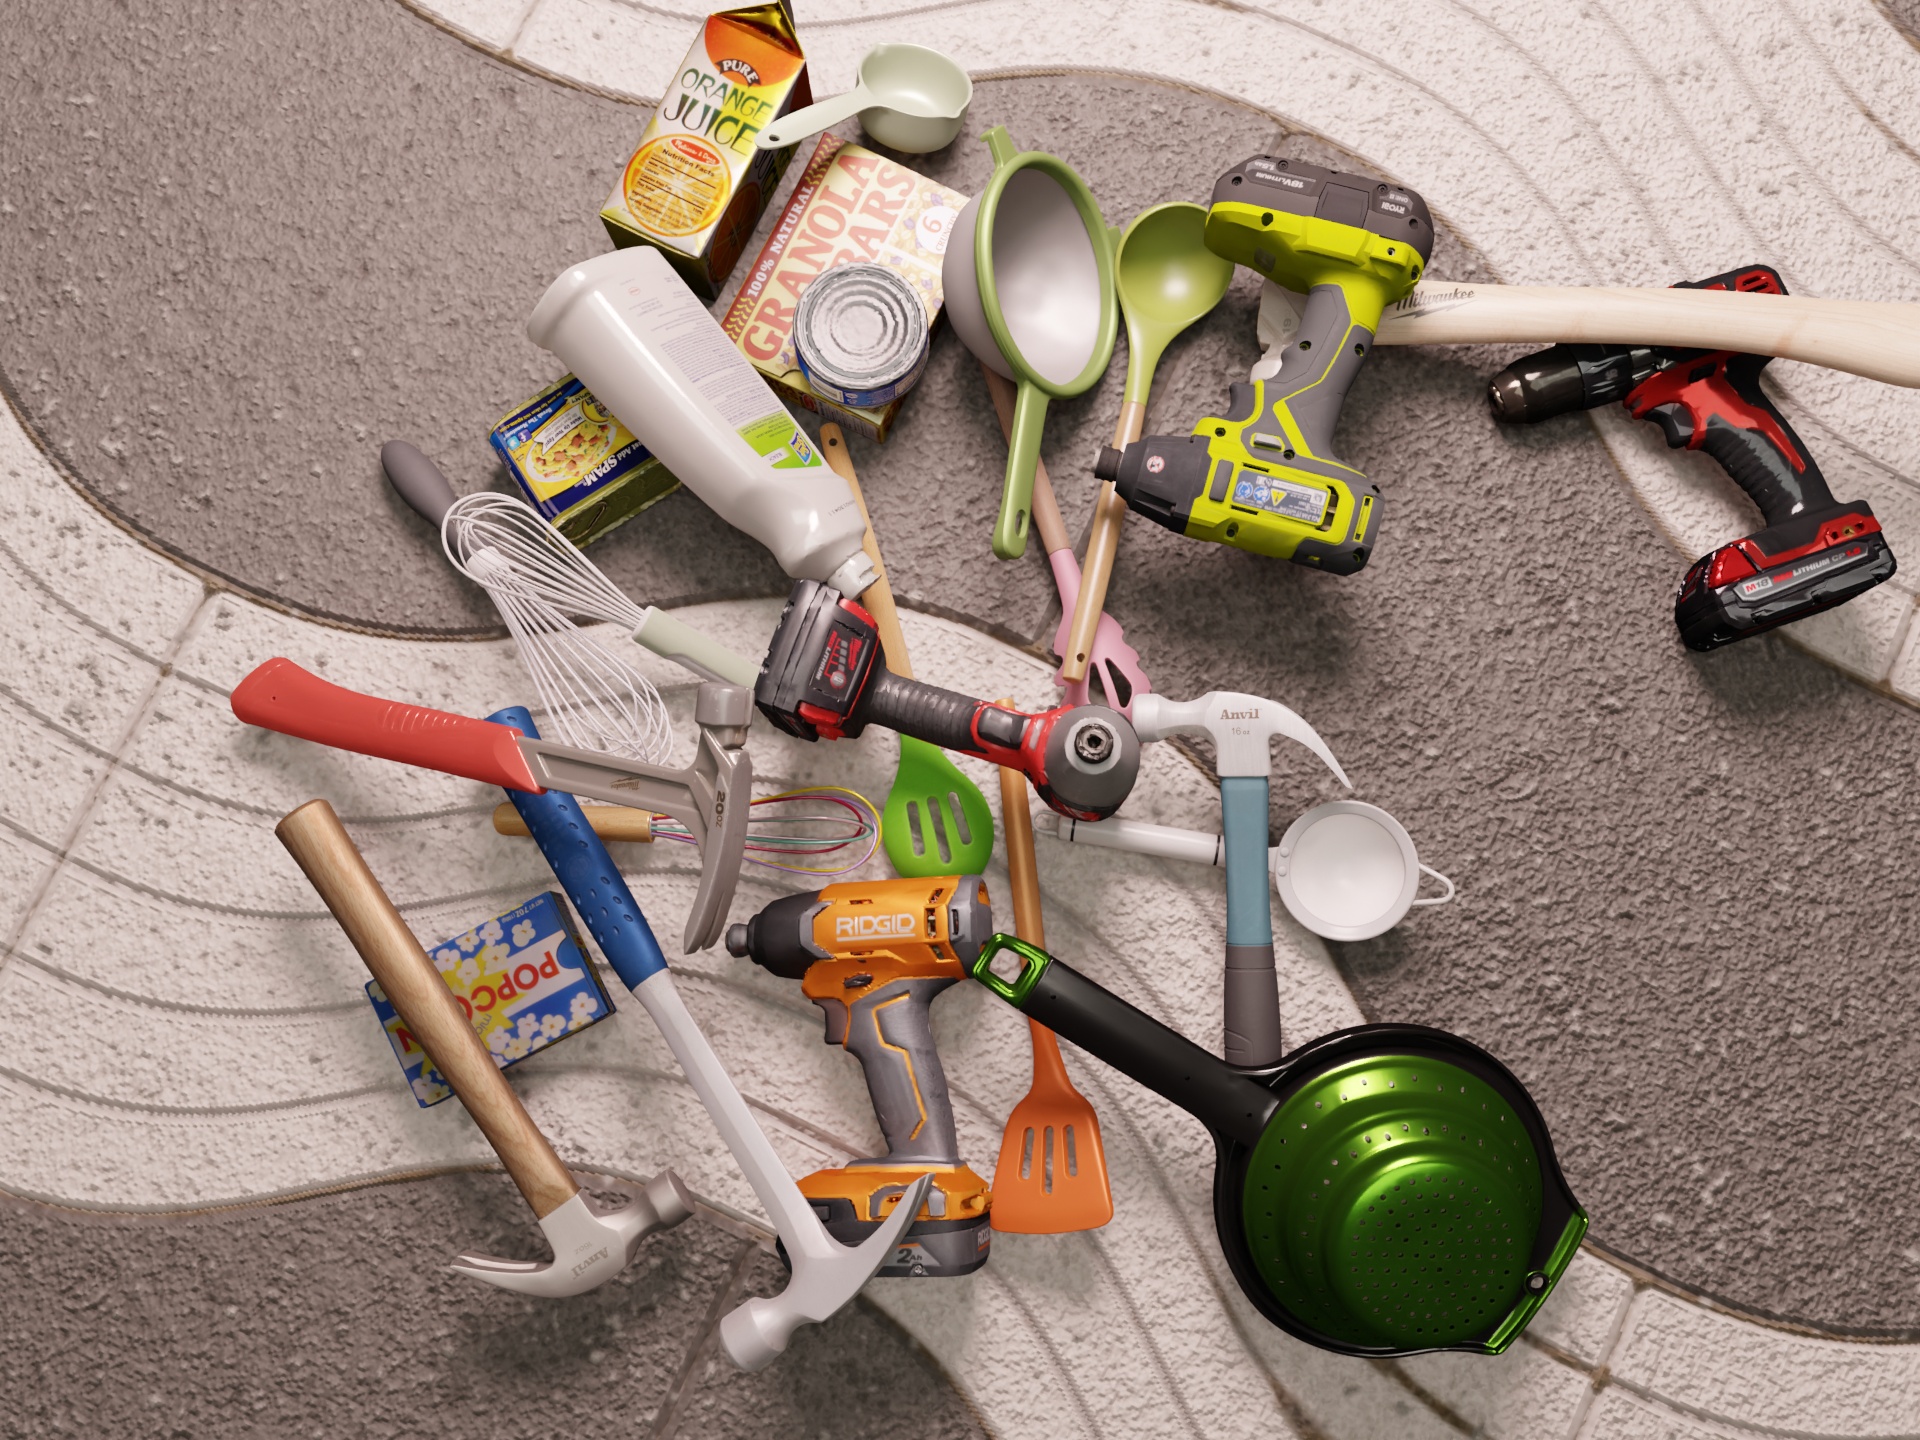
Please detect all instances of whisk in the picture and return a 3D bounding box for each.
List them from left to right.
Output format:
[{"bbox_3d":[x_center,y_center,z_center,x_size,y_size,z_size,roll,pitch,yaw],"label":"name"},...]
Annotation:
[{"bbox_3d":[-0.280,-0.072,1.004,0.070,0.070,0.285,-40,79,-5],"label":"whisk"},{"bbox_3d":[-0.203,-0.063,0.977,0.246,0.058,0.059,31,65,-15],"label":"whisk"},{"bbox_3d":[-0.169,0.062,0.990,0.245,0.051,0.047,2,117,5],"label":"whisk"}]

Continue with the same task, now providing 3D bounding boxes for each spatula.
[{"bbox_3d":[0.042,0.145,0.975,0.081,0.041,0.323,-9,82,22],"label":"spatula"}]

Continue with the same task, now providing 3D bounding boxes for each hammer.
[{"bbox_3d":[-0.302,0.191,0.937,0.130,0.031,0.331,-35,86,-4],"label":"hammer"},{"bbox_3d":[-0.285,0.027,0.936,0.359,0.036,0.149,10,93,22],"label":"hammer"},{"bbox_3d":[-0.169,0.157,0.923,0.144,0.035,0.406,-37,73,4],"label":"hammer"},{"bbox_3d":[0.173,0.147,0.955,0.128,0.033,0.331,-2,92,12],"label":"hammer"},{"bbox_3d":[0.394,-0.259,0.982,0.411,0.038,0.146,7,81,17],"label":"hammer"}]

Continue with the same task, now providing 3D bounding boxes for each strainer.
[{"bbox_3d":[0.027,-0.223,0.994,0.069,0.151,0.256,1,79,38],"label":"strainer"},{"bbox_3d":[0.171,0.081,0.988,0.258,0.050,0.087,9,95,7],"label":"strainer"}]

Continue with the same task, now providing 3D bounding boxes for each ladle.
[{"bbox_3d":[0.108,-0.177,0.996,0.078,0.062,0.320,17,76,-13],"label":"ladle"}]

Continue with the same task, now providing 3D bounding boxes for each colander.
[{"bbox_3d":[0.182,0.239,0.890,0.397,0.094,0.204,31,94,-4],"label":"colander"}]

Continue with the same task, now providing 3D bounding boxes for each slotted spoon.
[{"bbox_3d":[-0.045,-0.043,1.011,0.070,0.031,0.314,-15,81,-4],"label":"slotted spoon"}]

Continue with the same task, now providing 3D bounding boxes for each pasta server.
[{"bbox_3d":[0.055,-0.130,1.024,0.060,0.040,0.316,-18,79,-2],"label":"pasta server"}]

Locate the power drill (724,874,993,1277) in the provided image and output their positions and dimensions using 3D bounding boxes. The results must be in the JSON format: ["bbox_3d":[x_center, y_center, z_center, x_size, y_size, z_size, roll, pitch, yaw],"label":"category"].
[{"bbox_3d":[-0.060,0.209,0.949,0.164,0.084,0.226,-4,78,11],"label":"power drill"}]

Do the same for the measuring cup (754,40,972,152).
[{"bbox_3d":[-0.066,-0.384,1.022,0.167,0.038,0.083,-33,71,-28],"label":"measuring cup"}]

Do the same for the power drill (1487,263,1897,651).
[{"bbox_3d":[0.457,-0.161,1.002,0.188,0.080,0.227,-19,79,5],"label":"power drill"}]

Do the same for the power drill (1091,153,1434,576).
[{"bbox_3d":[0.185,-0.214,0.959,0.171,0.080,0.223,16,85,5],"label":"power drill"}]

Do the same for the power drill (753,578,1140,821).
[{"bbox_3d":[-0.001,-0.003,0.920,0.219,0.143,0.078,20,82,5],"label":"power drill"}]
